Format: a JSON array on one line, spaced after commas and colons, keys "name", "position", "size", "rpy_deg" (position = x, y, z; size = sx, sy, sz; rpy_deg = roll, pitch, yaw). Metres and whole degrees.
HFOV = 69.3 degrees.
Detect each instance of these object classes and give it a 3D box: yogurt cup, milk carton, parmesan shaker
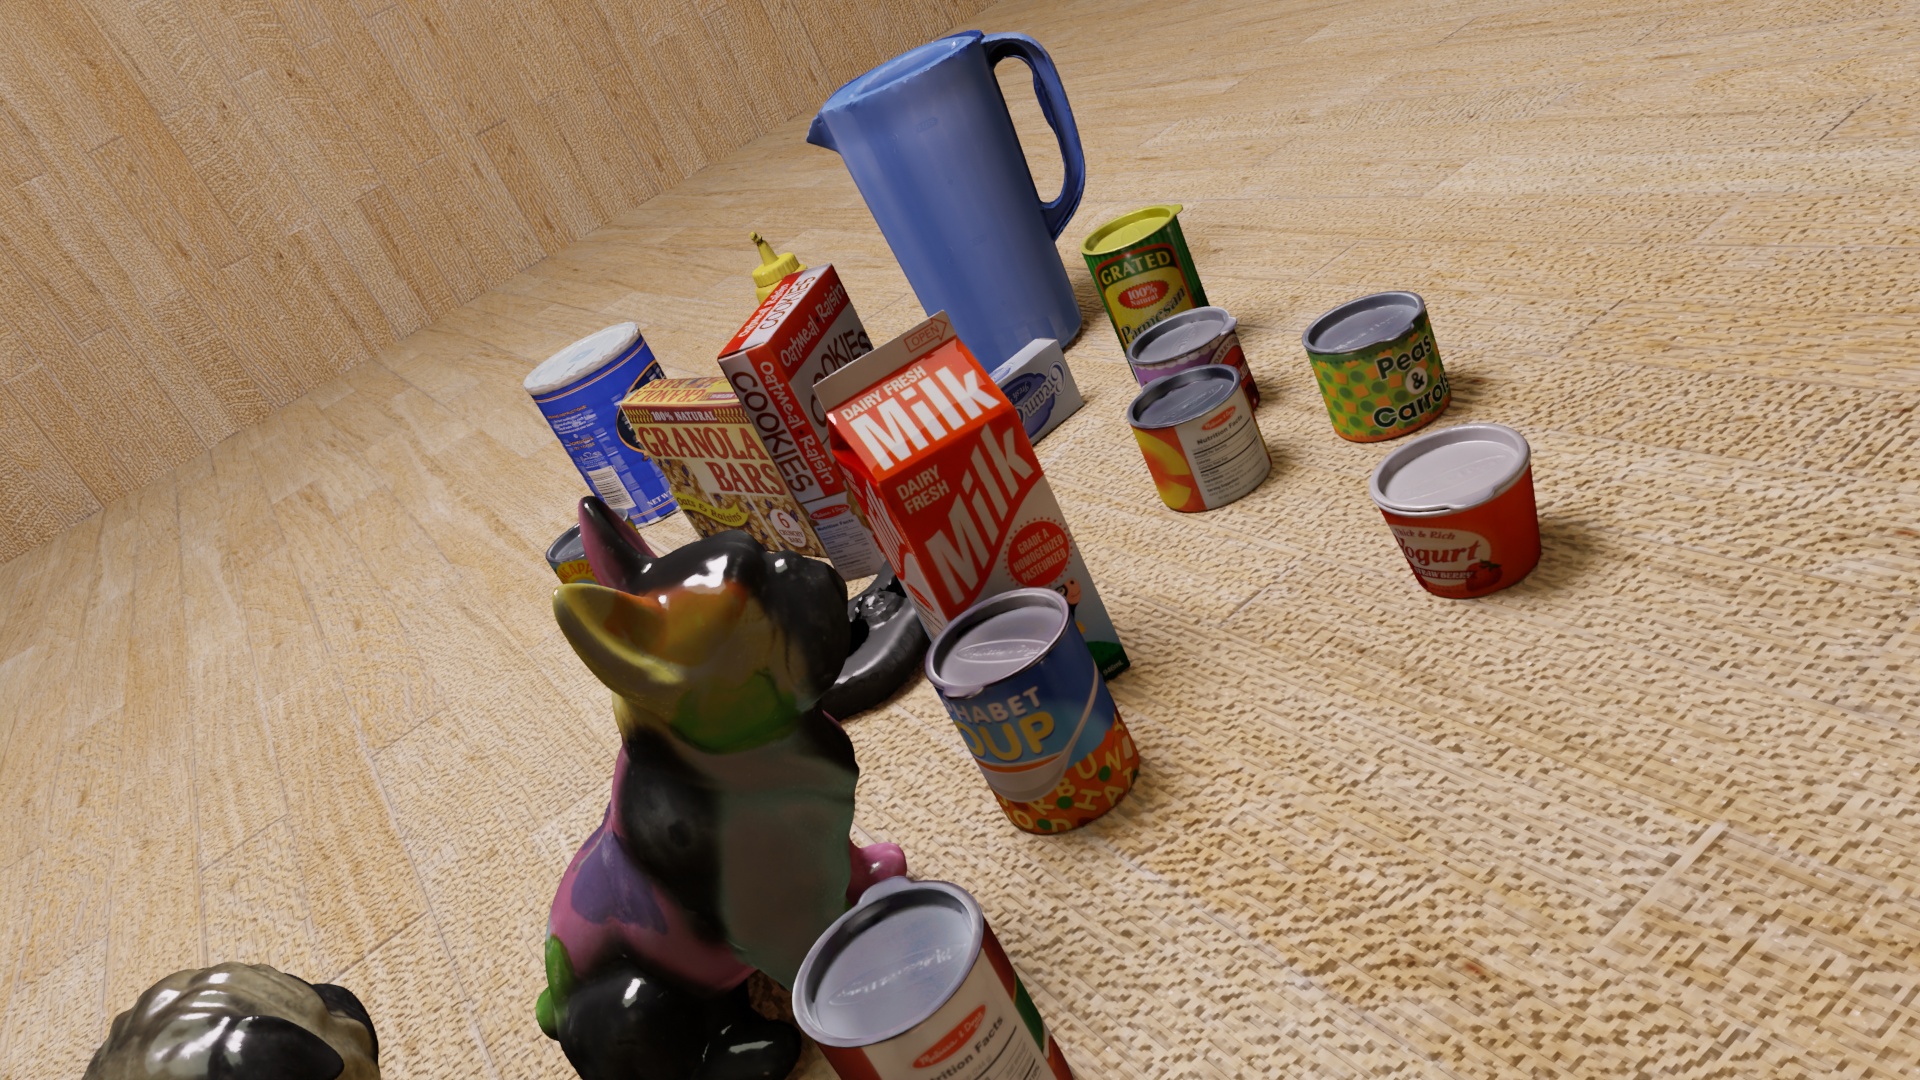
[{"name": "yogurt cup", "position": [0.220, -0.012, 0.608], "size": [0.072, 0.053, 0.073], "rpy_deg": [-22, 25, 11]}, {"name": "milk carton", "position": [0.002, -0.008, 0.650], "size": [0.072, 0.190, 0.073], "rpy_deg": [-32, 25, -11]}, {"name": "parmesan shaker", "position": [0.132, -0.163, 0.924], "size": [0.071, 0.102, 0.071], "rpy_deg": [-22, 25, 11]}]

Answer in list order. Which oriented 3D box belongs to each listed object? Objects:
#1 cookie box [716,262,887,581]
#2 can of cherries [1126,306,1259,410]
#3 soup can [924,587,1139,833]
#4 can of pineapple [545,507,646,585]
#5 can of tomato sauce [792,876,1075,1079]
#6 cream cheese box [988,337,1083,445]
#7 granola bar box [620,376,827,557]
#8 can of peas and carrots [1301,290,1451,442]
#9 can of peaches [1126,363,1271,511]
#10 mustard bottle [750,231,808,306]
[{"name": "cookie box", "position": [-0.081, -0.077, 0.889], "size": [0.040, 0.167, 0.123], "rpy_deg": [-15, 27, 24]}, {"name": "can of cherries", "position": [0.144, -0.101, 0.846], "size": [0.071, 0.058, 0.072], "rpy_deg": [-22, 25, 11]}, {"name": "soup can", "position": [0.030, 0.074, 0.591], "size": [0.071, 0.083, 0.072], "rpy_deg": [-22, 25, 11]}, {"name": "can of pineapple", "position": [-0.257, 0.019, 1.003], "size": [0.071, 0.057, 0.071], "rpy_deg": [-22, 25, 11]}, {"name": "can of tomato sauce", "position": [-0.007, 0.164, 0.456], "size": [0.071, 0.082, 0.071], "rpy_deg": [-22, 25, 11]}, {"name": "cream cheese box", "position": [0.034, -0.087, 0.932], "size": [0.104, 0.053, 0.024], "rpy_deg": [-40, 28, -25]}, {"name": "granola bar box", "position": [-0.154, -0.053, 0.964], "size": [0.165, 0.123, 0.039], "rpy_deg": [5, 40, 49]}, {"name": "can of peas and carrots", "position": [0.227, -0.094, 0.752], "size": [0.071, 0.058, 0.071], "rpy_deg": [-22, 25, 11]}, {"name": "can of peaches", "position": [0.133, -0.058, 0.775], "size": [0.071, 0.058, 0.071], "rpy_deg": [-22, 25, 11]}, {"name": "mustard bottle", "position": [-0.133, -0.189, 1.161], "size": [0.065, 0.159, 0.049], "rpy_deg": [-28, 25, -1]}]
